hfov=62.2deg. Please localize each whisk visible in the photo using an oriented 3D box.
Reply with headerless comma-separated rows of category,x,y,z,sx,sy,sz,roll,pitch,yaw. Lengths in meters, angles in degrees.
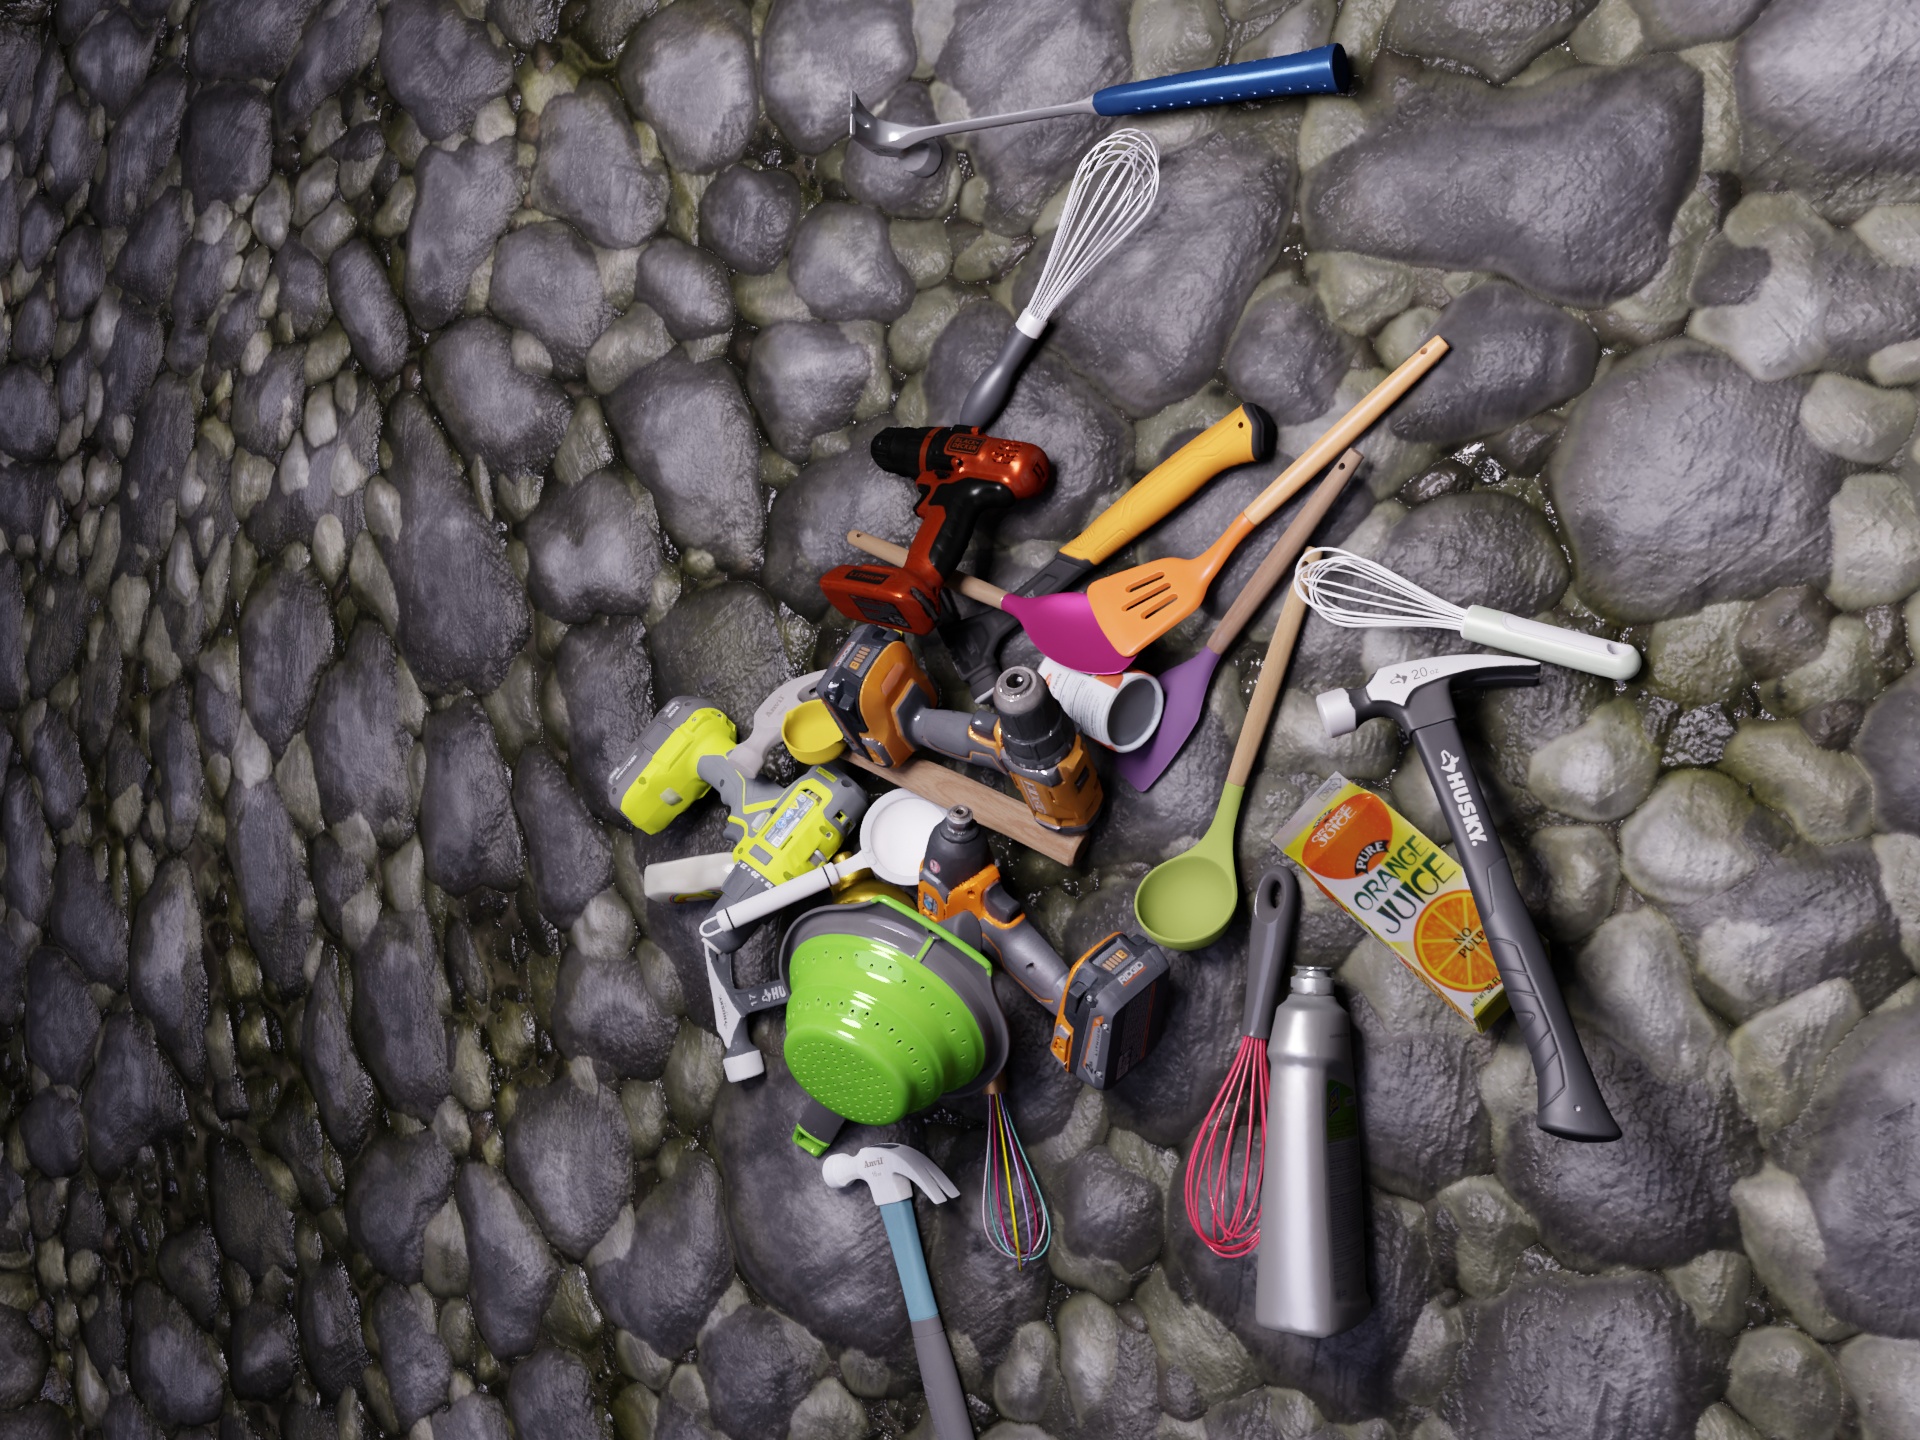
whisk,0.034,0.334,1.332,0.051,0.047,0.245,-14,78,27
whisk,0.345,-0.071,1.103,0.246,0.058,0.059,20,133,30
whisk,0.076,-0.351,1.296,0.070,0.070,0.284,49,122,25
whisk,0.217,0.255,1.191,0.073,0.073,0.296,8,89,36

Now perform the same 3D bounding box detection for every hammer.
hammer,0.097,-0.482,1.247,0.405,0.144,0.035,3,95,30
hammer,-0.037,0.045,1.364,0.331,0.031,0.130,23,66,26
hammer,0.108,-0.150,1.282,0.337,0.034,0.127,-36,71,31
hammer,-0.112,0.218,1.377,0.409,0.036,0.149,-26,77,49
hammer,0.350,0.107,1.027,0.146,0.035,0.335,-18,63,9
hammer,-0.029,0.533,1.384,0.128,0.033,0.331,-24,76,35

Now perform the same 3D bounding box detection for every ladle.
ladle,0.210,0.022,1.196,0.078,0.062,0.320,24,101,36

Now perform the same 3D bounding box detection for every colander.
colander,-0.096,0.298,1.309,0.204,0.094,0.396,32,138,4

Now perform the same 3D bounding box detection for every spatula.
spatula,0.207,-0.076,1.213,0.060,0.018,0.315,51,121,31
spatula,0.228,-0.169,1.182,0.322,0.041,0.081,-43,48,24

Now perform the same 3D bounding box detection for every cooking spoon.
cooking spoon,0.019,-0.105,1.306,0.319,0.017,0.069,26,69,36

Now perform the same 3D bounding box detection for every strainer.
strainer,-0.105,0.129,1.373,0.258,0.050,0.087,-23,71,-9

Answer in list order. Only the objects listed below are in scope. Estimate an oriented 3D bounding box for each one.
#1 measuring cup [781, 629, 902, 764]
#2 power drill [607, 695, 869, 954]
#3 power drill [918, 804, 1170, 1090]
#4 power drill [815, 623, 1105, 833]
measuring cup,-0.096,-0.021,1.391,0.062,0.156,0.029,23,147,27
power drill,-0.217,0.092,1.456,0.229,0.080,0.190,31,76,34
power drill,0.054,0.171,1.261,0.227,0.084,0.164,34,141,31
power drill,-0.002,-0.004,1.259,0.226,0.185,0.084,21,66,28
